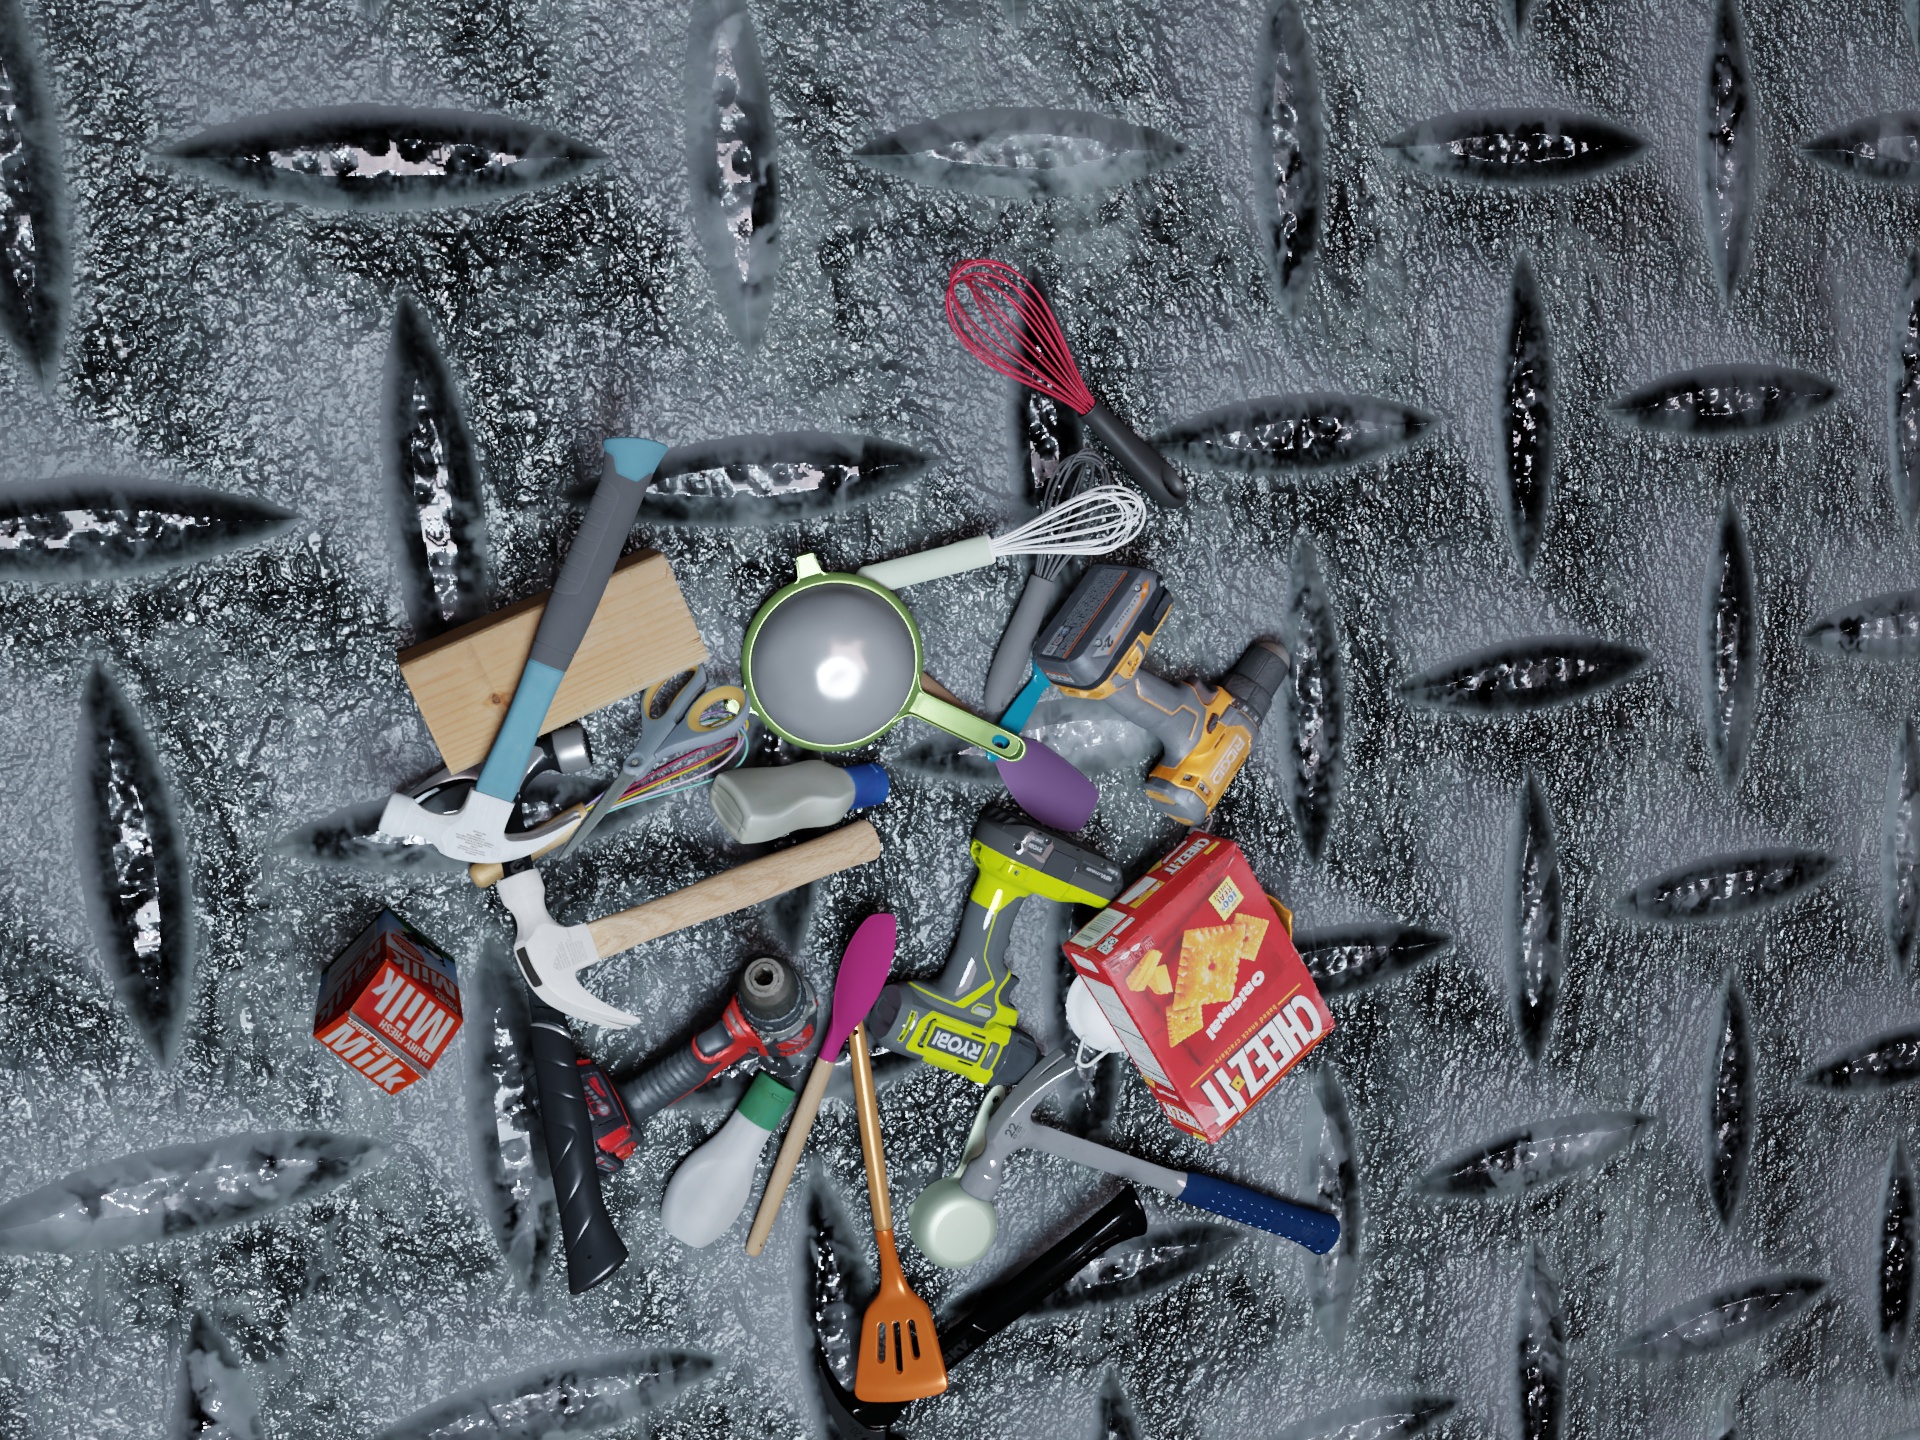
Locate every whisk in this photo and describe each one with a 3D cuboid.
[{"bbox_3d":[-0.273,0.064,1.258,0.245,0.047,0.051,-31,94,-9],"label":"whisk"},{"bbox_3d":[0.032,-0.144,1.307,0.246,0.057,0.059,-14,65,2],"label":"whisk"},{"bbox_3d":[0.094,-0.276,1.337,0.295,0.073,0.073,40,83,-26],"label":"whisk"},{"bbox_3d":[0.070,-0.119,1.355,0.055,0.055,0.239,21,94,-21],"label":"whisk"}]

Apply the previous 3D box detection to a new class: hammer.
[{"bbox_3d":[-0.292,-0.053,1.140,0.128,0.033,0.331,23,90,-21],"label":"hammer"},{"bbox_3d":[-0.311,0.209,1.169,0.149,0.036,0.409,-13,74,-7],"label":"hammer"},{"bbox_3d":[-0.189,0.138,1.226,0.331,0.031,0.130,-17,84,-43],"label":"hammer"},{"bbox_3d":[0.026,0.517,1.391,0.335,0.035,0.146,-39,107,2],"label":"hammer"},{"bbox_3d":[0.195,0.416,1.450,0.405,0.035,0.144,25,97,-27],"label":"hammer"}]

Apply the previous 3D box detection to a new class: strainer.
[{"bbox_3d":[-0.053,-0.018,1.292,0.256,0.069,0.151,25,99,-16],"label":"strainer"},{"bbox_3d":[0.169,0.198,1.436,0.087,0.050,0.258,27,84,-7],"label":"strainer"}]

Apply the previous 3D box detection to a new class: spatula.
[{"bbox_3d":[-0.002,-0.004,1.356,0.315,0.018,0.060,39,72,-20],"label":"spatula"},{"bbox_3d":[-0.069,0.411,1.353,0.081,0.041,0.322,-8,90,7],"label":"spatula"}]

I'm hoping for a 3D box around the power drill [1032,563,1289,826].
[{"bbox_3d":[0.187,-0.042,1.380,0.226,0.084,0.185,45,73,-30],"label":"power drill"}]

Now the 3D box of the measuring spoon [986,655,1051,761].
[{"bbox_3d":[0.062,-0.017,1.366,0.042,0.021,0.129,40,73,-22],"label":"measuring spoon"}]

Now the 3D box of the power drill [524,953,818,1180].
[{"bbox_3d":[-0.214,0.259,1.232,0.226,0.187,0.080,-29,72,-12],"label":"power drill"}]

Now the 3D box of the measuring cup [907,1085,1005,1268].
[{"bbox_3d":[0.011,0.404,1.404,0.083,0.038,0.167,20,92,-21],"label":"measuring cup"}]

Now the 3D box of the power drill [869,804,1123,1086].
[{"bbox_3d":[0.042,0.201,1.371,0.171,0.080,0.223,25,92,-26],"label":"power drill"}]

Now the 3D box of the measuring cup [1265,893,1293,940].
[{"bbox_3d":[0.270,0.231,1.470,0.095,0.052,0.173,-29,108,-14],"label":"measuring cup"}]

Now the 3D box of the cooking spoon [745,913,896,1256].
[{"bbox_3d":[-0.122,0.307,1.335,0.068,0.017,0.319,11,102,-55],"label":"cooking spoon"}]
